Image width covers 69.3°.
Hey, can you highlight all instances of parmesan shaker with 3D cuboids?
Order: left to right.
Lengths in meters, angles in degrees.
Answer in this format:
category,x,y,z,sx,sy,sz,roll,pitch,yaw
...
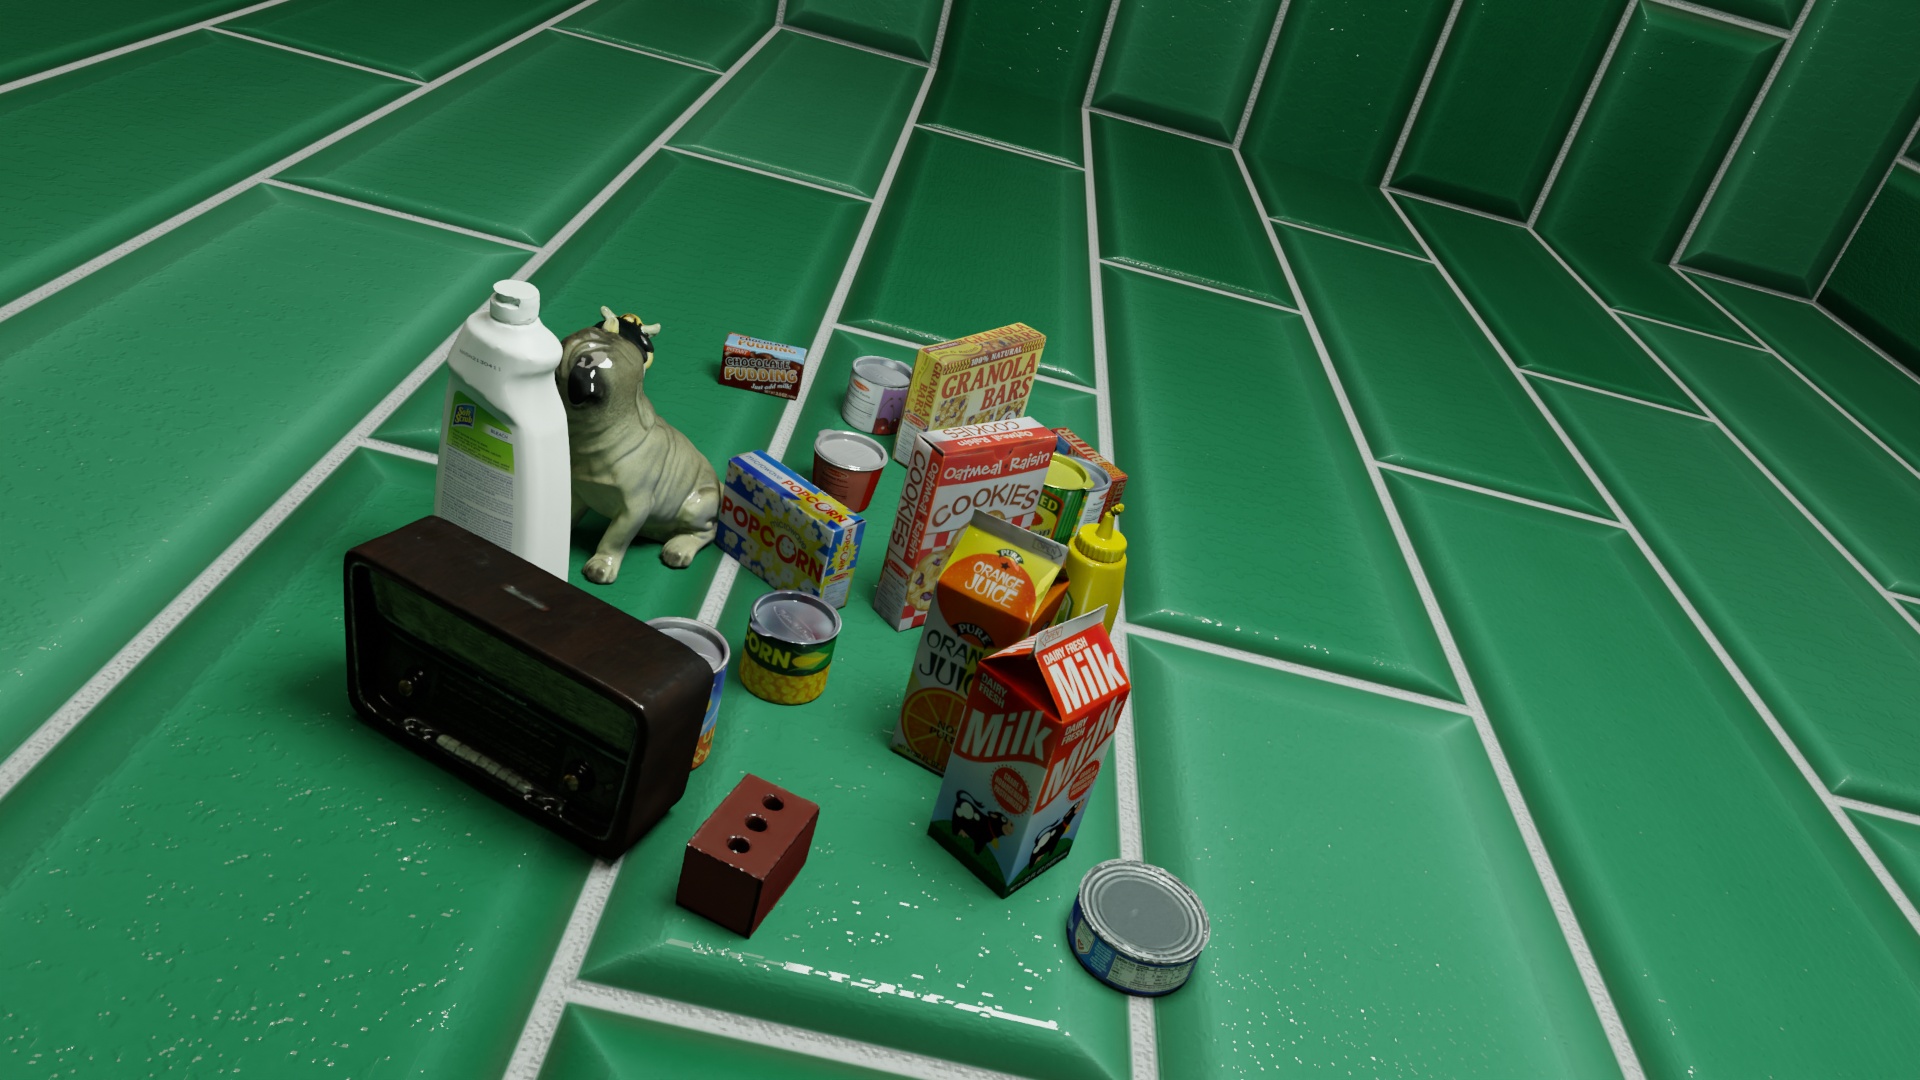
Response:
category,x,y,z,sx,sy,sz,roll,pitch,yaw
parmesan shaker,0.072,-0.019,1.234,0.071,0.102,0.071,12,30,-7

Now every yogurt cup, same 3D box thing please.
category,x,y,z,sx,sy,sz,roll,pitch,yaw
yogurt cup,-0.105,-0.061,1.270,0.072,0.053,0.073,12,30,-7

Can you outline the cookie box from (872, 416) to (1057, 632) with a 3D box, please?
category,x,y,z,sx,sy,sz,roll,pitch,yaw
cookie box,0.004,-0.014,1.128,0.123,0.166,0.040,-12,40,-40

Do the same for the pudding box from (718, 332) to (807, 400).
category,x,y,z,sx,sy,sz,roll,pitch,yaw
pudding box,-0.203,-0.179,1.427,0.084,0.049,0.030,12,30,-7

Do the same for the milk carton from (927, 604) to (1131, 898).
category,x,y,z,sx,sy,sz,roll,pitch,yaw
milk carton,0.047,0.126,0.888,0.073,0.189,0.072,35,34,30

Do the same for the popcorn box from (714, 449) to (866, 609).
category,x,y,z,sx,sy,sz,roll,pitch,yaw
popcorn box,-0.141,-0.007,1.129,0.127,0.084,0.038,33,34,28

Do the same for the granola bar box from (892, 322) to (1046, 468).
category,x,y,z,sx,sy,sz,roll,pitch,yaw
granola bar box,0.009,-0.145,1.396,0.039,0.123,0.166,33,33,27

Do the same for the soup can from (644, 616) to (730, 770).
category,x,y,z,sx,sy,sz,roll,pitch,yaw
soup can,-0.192,0.105,0.917,0.071,0.083,0.072,12,30,-7

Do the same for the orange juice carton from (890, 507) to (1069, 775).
category,x,y,z,sx,sy,sz,roll,pitch,yaw
orange juice carton,0.017,0.071,0.965,0.072,0.191,0.073,25,31,16

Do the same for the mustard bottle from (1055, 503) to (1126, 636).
category,x,y,z,sx,sy,sz,roll,pitch,yaw
mustard bottle,0.097,0.037,1.094,0.049,0.159,0.065,-2,34,-29

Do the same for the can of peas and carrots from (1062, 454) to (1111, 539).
category,x,y,z,sx,sy,sz,roll,pitch,yaw
can of peas and carrots,0.103,-0.042,1.334,0.071,0.058,0.071,12,30,-7

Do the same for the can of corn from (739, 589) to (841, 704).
category,x,y,z,sx,sy,sz,roll,pitch,yaw
can of corn,-0.127,0.079,1.017,0.071,0.058,0.071,12,30,-7

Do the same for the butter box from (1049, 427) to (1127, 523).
category,x,y,z,sx,sy,sz,roll,pitch,yaw
butter box,0.121,-0.066,1.388,0.024,0.052,0.104,-9,38,-37

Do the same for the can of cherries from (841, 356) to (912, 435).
category,x,y,z,sx,sy,sz,roll,pitch,yaw
can of cherries,-0.082,-0.149,1.425,0.071,0.058,0.072,12,30,-7
